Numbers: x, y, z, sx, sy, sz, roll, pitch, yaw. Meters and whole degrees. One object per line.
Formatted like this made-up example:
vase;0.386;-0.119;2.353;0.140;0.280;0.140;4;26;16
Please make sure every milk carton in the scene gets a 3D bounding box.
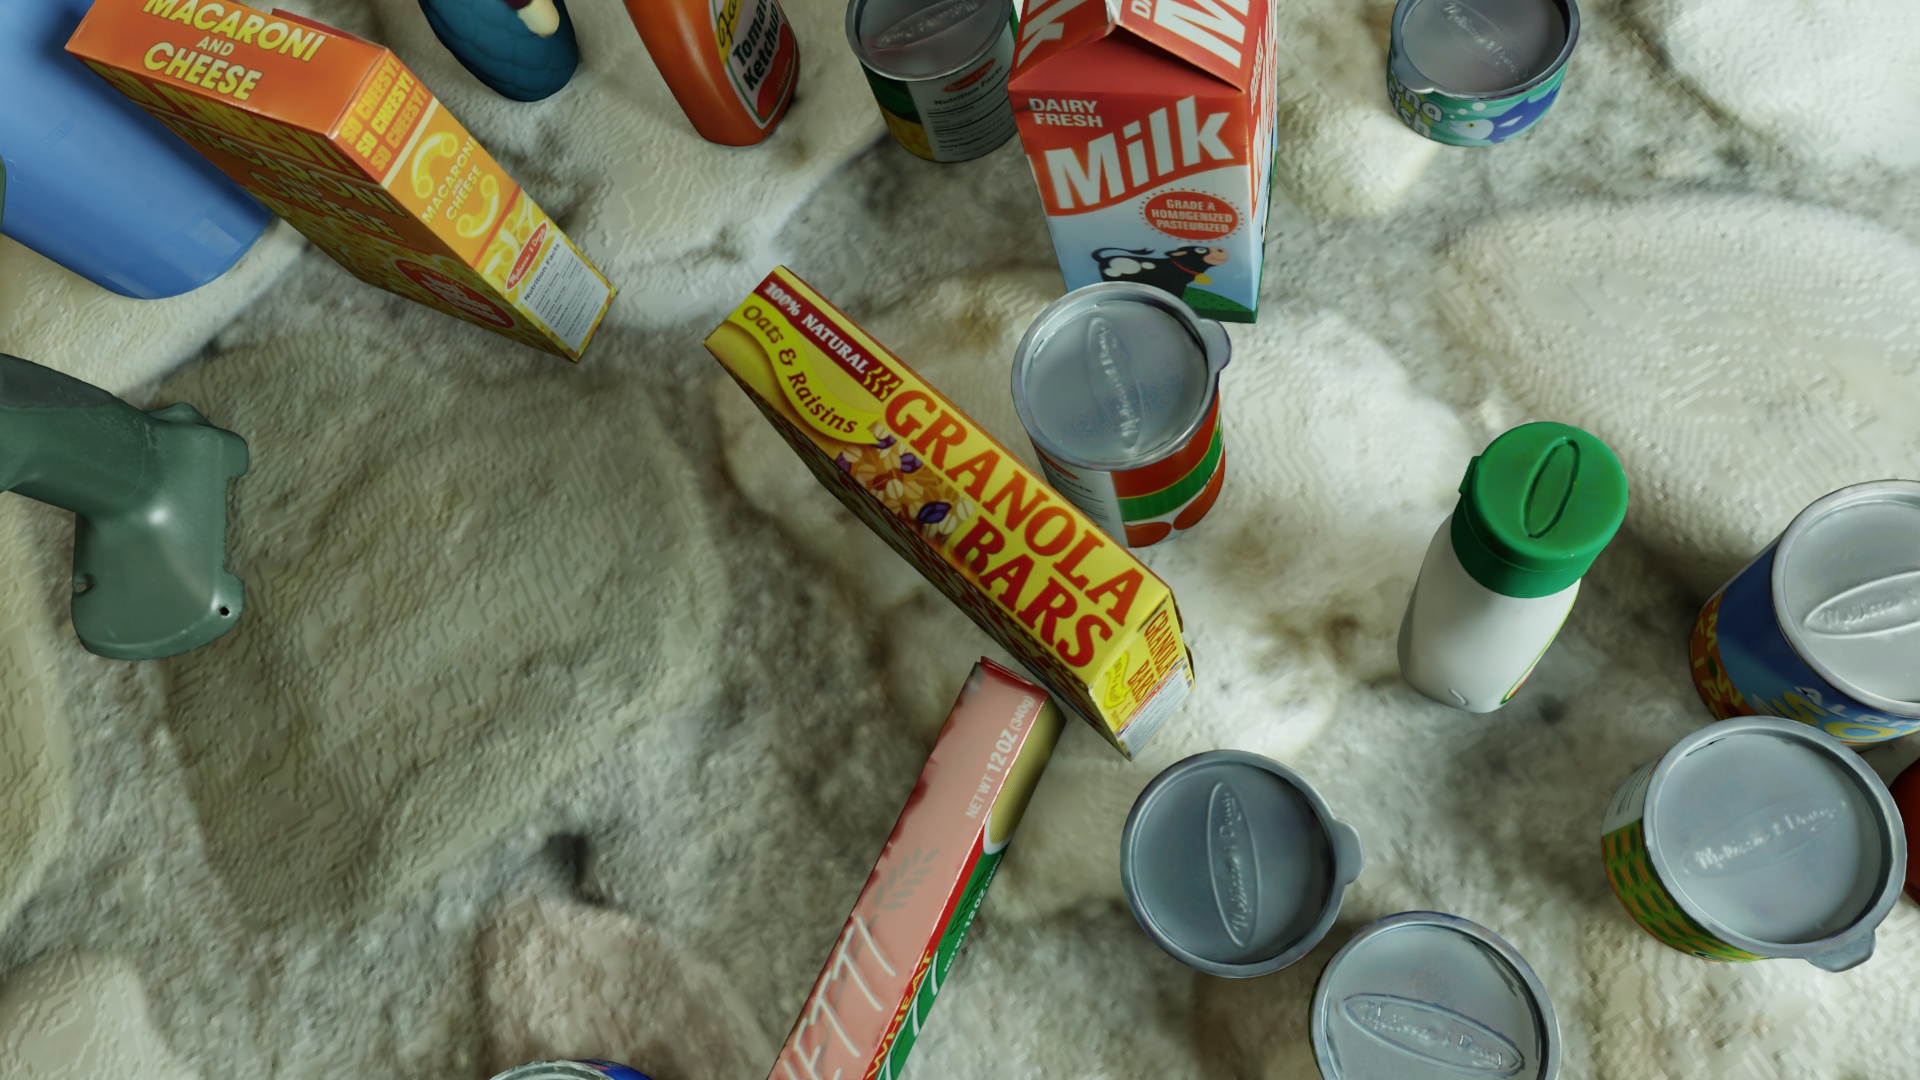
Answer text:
milk carton;0.064;-0.146;0.456;0.073;0.190;0.072;7;73;15

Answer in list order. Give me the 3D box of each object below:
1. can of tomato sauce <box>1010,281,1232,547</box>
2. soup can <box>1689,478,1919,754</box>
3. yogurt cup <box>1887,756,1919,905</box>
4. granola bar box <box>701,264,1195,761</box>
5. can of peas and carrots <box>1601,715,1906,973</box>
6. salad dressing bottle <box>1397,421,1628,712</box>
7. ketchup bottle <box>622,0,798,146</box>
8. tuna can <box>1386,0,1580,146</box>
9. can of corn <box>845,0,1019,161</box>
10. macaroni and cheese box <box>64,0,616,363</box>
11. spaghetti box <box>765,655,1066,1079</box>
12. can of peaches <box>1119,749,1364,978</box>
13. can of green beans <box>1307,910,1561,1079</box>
can of tomato sauce;0.059;-0.041;0.479;0.071;0.083;0.071;-4;71;11
soup can;0.262;0.030;0.409;0.071;0.083;0.071;-4;71;11
yogurt cup;0.303;0.083;0.397;0.072;0.054;0.072;-4;71;11
granola bar box;0.002;-0.006;0.457;0.166;0.124;0.039;41;84;21
can of peas and carrots;0.231;0.092;0.408;0.071;0.058;0.071;-4;71;11
salad dressing bottle;0.157;0.010;0.404;0.044;0.147;0.064;23;78;19
ketchup bottle;-0.108;-0.220;0.542;0.043;0.148;0.065;11;74;16
tuna can;0.194;-0.184;0.525;0.071;0.032;0.071;-4;71;11
can of corn;-0.008;-0.198;0.561;0.071;0.058;0.071;-4;71;11
macaroni and cheese box;-0.224;-0.137;0.529;0.124;0.166;0.040;21;78;18
spaghetti box;-0.033;0.158;0.447;0.029;0.050;0.250;23;78;19
can of peaches;0.088;0.103;0.436;0.071;0.058;0.071;-4;71;11
can of green beans;0.137;0.145;0.410;0.071;0.057;0.071;-4;71;11
